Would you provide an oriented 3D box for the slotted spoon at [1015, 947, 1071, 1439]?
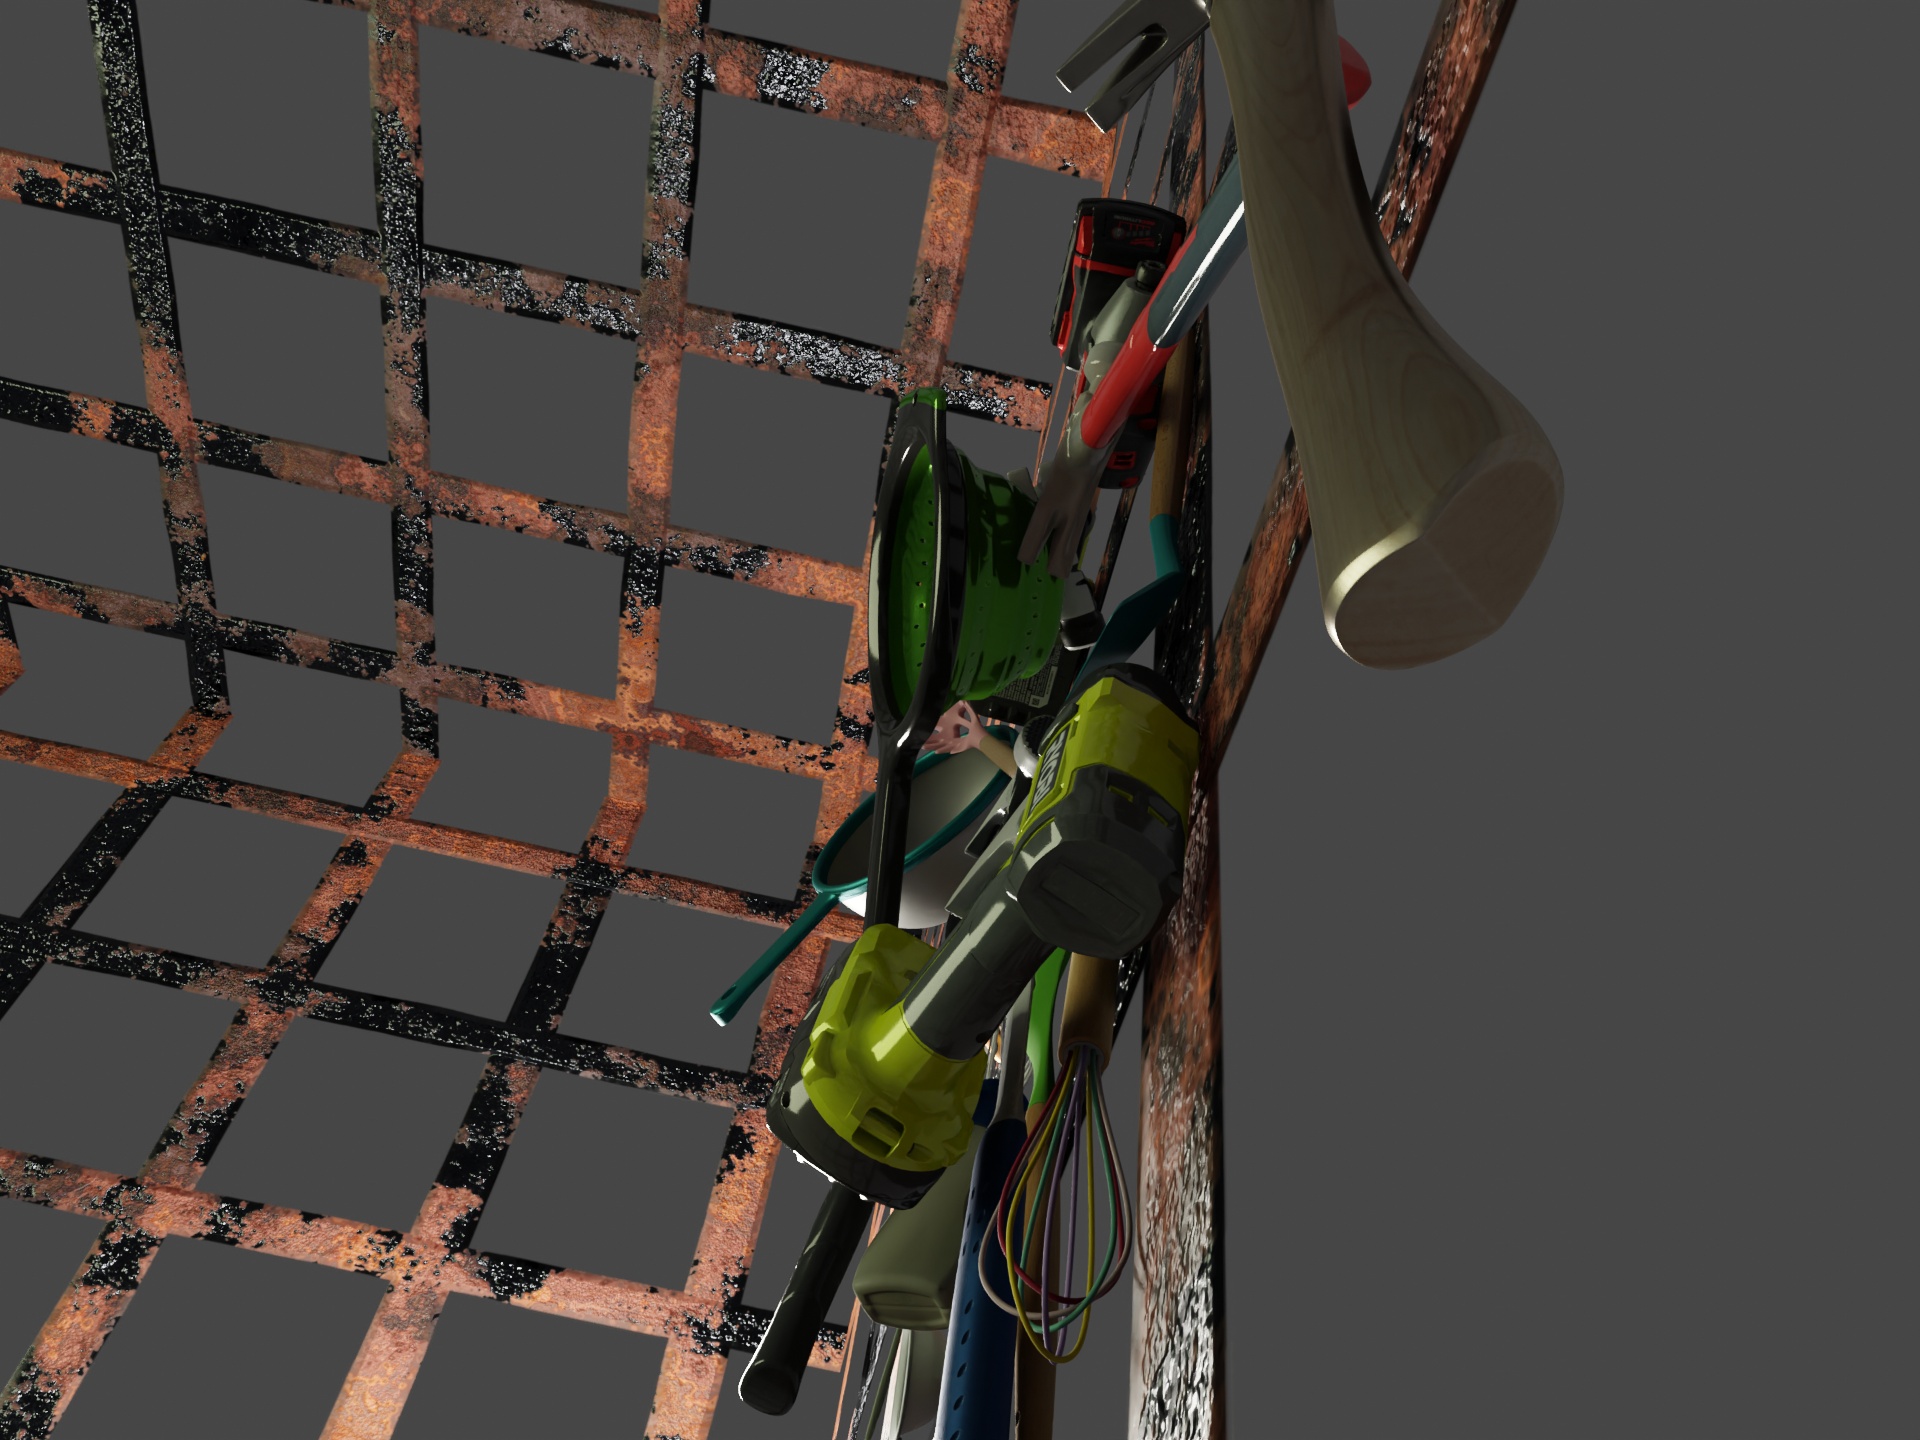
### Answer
[{"bbox_3d":[0.038,0.200,0.742,0.314,0.031,0.070,-83,8,-59],"label":"slotted spoon"}]

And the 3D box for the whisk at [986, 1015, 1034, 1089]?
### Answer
[{"bbox_3d":[0.013,0.253,0.975,0.058,0.059,0.246,-22,-44,-35],"label":"whisk"}]

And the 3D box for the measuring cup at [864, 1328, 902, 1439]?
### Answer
[{"bbox_3d":[-0.014,0.341,0.915,0.083,0.038,0.167,42,-113,-84],"label":"measuring cup"}]

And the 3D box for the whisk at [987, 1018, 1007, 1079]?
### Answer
[{"bbox_3d":[0.022,0.170,1.107,0.285,0.070,0.070,-73,-2,-46],"label":"whisk"}]

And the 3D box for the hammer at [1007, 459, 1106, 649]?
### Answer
[{"bbox_3d":[0.085,-0.169,1.183,0.337,0.034,0.127,-72,-34,-65],"label":"hammer"}]

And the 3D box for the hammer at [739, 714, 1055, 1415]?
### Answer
[{"bbox_3d":[-0.028,0.189,0.911,0.149,0.036,0.409,114,-179,-58],"label":"hammer"}]

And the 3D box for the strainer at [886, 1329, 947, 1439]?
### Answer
[{"bbox_3d":[-0.024,0.333,0.979,0.087,0.050,0.258,155,116,-86],"label":"strainer"}]

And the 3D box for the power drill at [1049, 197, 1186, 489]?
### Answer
[{"bbox_3d":[0.107,-0.262,1.053,0.220,0.078,0.143,-85,6,-54],"label":"power drill"}]

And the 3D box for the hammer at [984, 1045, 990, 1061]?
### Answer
[{"bbox_3d":[0.020,0.194,1.340,0.331,0.031,0.130,-93,16,-86],"label":"hammer"}]

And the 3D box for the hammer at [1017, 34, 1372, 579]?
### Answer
[{"bbox_3d":[0.097,-0.184,0.754,0.386,0.038,0.143,128,163,-76],"label":"hammer"}]

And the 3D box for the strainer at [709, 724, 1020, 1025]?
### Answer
[{"bbox_3d":[-0.055,0.145,1.295,0.340,0.095,0.211,-45,17,-22],"label":"strainer"}]

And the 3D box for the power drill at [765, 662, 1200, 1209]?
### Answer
[{"bbox_3d":[0.017,0.081,0.658,0.223,0.080,0.171,-53,8,28],"label":"power drill"}]

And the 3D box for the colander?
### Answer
[{"bbox_3d":[-0.002,-0.003,0.996,0.205,0.094,0.397,-145,60,-73],"label":"colander"}]

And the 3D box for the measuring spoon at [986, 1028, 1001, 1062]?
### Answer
[{"bbox_3d":[0.010,0.215,1.157,0.117,0.011,0.021,-131,52,-61],"label":"measuring spoon"}]

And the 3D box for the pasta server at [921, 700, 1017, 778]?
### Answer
[{"bbox_3d":[0.021,0.023,1.233,0.316,0.040,0.060,-142,67,-72],"label":"pasta server"}]

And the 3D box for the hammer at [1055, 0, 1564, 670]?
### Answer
[{"bbox_3d":[0.089,-0.153,0.455,0.146,0.038,0.411,-33,32,29],"label":"hammer"}]

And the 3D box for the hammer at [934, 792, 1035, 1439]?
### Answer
[{"bbox_3d":[0.019,0.180,0.715,0.144,0.035,0.406,-53,17,38],"label":"hammer"}]

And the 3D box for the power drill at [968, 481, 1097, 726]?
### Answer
[{"bbox_3d":[0.060,-0.079,1.303,0.229,0.080,0.190,-74,-2,-69],"label":"power drill"}]

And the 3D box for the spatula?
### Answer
[{"bbox_3d":[0.097,-0.121,0.819,0.318,0.044,0.082,-77,8,-45],"label":"spatula"}]

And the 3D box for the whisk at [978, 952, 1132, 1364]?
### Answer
[{"bbox_3d":[0.046,0.143,0.622,0.051,0.047,0.245,-56,8,29],"label":"whisk"}]
